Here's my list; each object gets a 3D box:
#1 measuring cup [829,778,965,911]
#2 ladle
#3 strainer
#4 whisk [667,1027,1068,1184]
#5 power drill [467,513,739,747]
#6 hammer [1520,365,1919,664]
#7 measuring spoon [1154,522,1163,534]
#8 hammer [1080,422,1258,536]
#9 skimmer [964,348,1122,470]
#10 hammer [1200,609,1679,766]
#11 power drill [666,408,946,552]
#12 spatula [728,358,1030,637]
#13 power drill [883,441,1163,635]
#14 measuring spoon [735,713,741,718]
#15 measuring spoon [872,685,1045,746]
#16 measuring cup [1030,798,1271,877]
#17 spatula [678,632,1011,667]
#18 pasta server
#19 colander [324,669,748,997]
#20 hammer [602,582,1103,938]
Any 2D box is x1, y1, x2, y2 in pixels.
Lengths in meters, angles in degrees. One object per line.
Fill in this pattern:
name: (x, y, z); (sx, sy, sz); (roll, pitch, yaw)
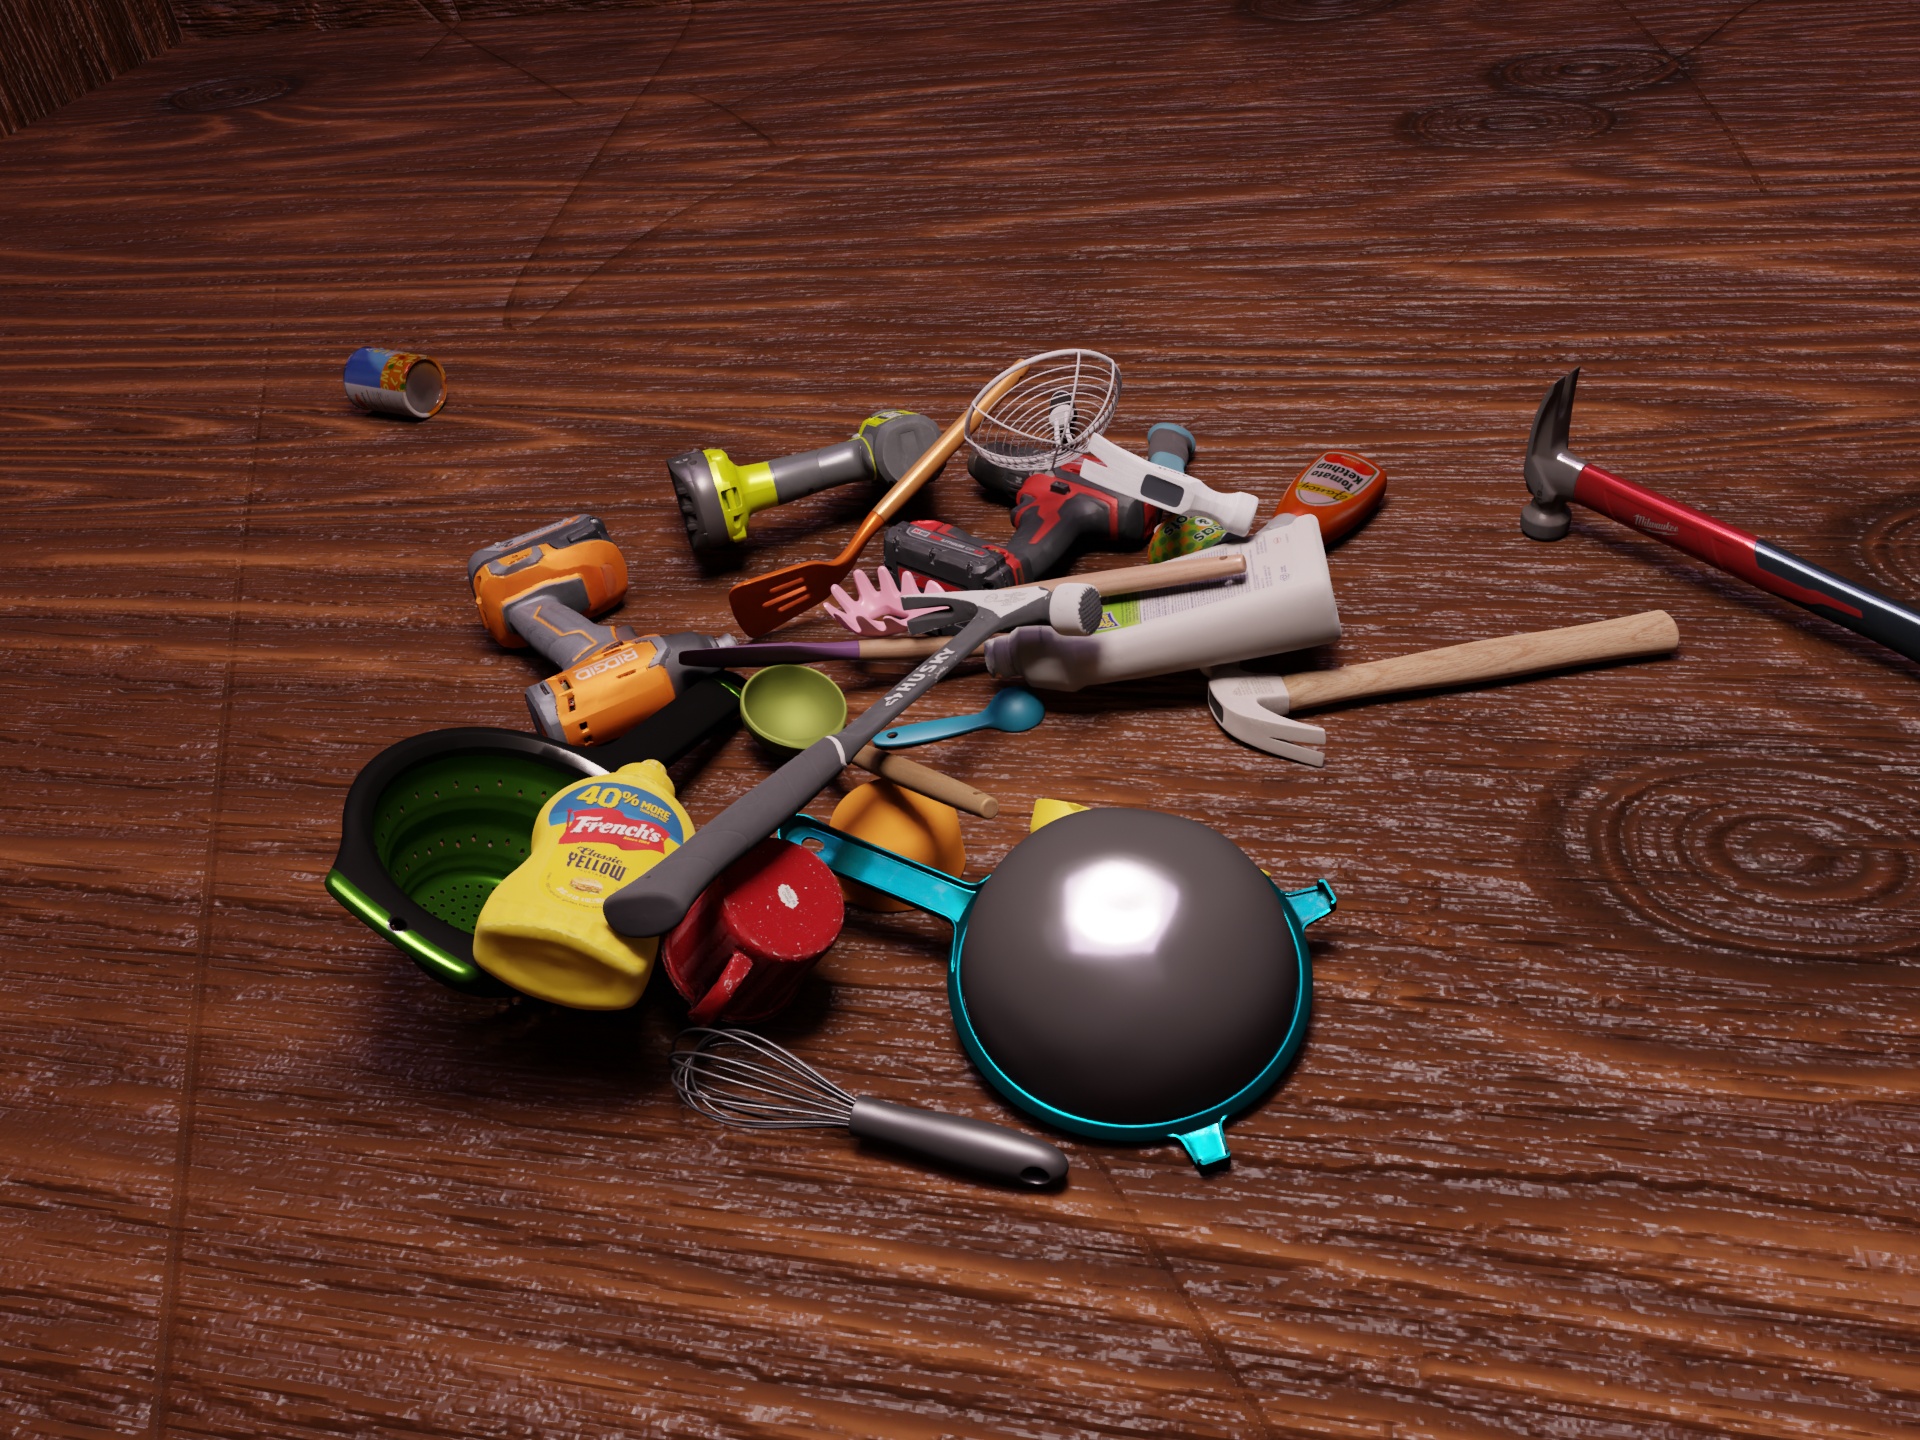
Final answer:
measuring cup: (-0.080, 0.091, 1.027); (0.173, 0.052, 0.095); (-22, 40, -19)
ladle: (-0.061, 0.014, 1.044); (0.078, 0.062, 0.320); (-13, 15, -27)
strainer: (0.037, 0.100, 0.914); (0.340, 0.095, 0.211); (20, 56, 19)
whisk: (-0.055, 0.215, 0.875); (0.239, 0.055, 0.055); (11, 42, 16)
power drill: (-0.283, -0.072, 1.254); (0.164, 0.084, 0.227); (-24, 45, -19)
hammer: (0.569, -0.120, 1.116); (0.038, 0.143, 0.387); (-33, 49, -24)
measuring spoon: (0.214, -0.133, 1.289); (0.124, 0.018, 0.034); (22, 42, 24)
hammer: (0.167, -0.206, 1.272); (0.128, 0.033, 0.331); (19, 18, 2)
skimmer: (0.073, -0.274, 1.335); (0.127, 0.090, 0.363); (-26, 14, 11)
hammer: (0.342, -0.036, 1.125); (0.331, 0.031, 0.130); (-9, 38, -1)
power drill: (-0.135, -0.219, 1.389); (0.228, 0.080, 0.191); (-16, 16, -8)
spatula: (-0.057, -0.185, 1.281); (0.041, 0.081, 0.322); (36, 74, 21)
power drill: (0.034, -0.160, 1.306); (0.188, 0.080, 0.227); (23, 45, 34)
measuring spoon: (-0.160, -0.008, 1.206); (0.117, 0.011, 0.021); (-19, 46, -18)
measuring spoon: (-0.002, -0.004, 1.156); (0.128, 0.021, 0.042); (-12, 38, -7)
measuring cup: (0.119, 0.086, 1.014); (0.156, 0.062, 0.029); (17, 79, 11)
spatula: (-0.051, -0.053, 1.191); (0.316, 0.059, 0.018); (-3, 78, -9)
pasta server: (0.049, -0.097, 1.146); (0.316, 0.040, 0.060); (-6, 39, 25)
colander: (-0.254, 0.072, 1.059); (0.204, 0.094, 0.397); (33, 32, 8)
hammer: (-0.070, 0.009, 0.983); (0.149, 0.036, 0.409); (4, 30, 35)
